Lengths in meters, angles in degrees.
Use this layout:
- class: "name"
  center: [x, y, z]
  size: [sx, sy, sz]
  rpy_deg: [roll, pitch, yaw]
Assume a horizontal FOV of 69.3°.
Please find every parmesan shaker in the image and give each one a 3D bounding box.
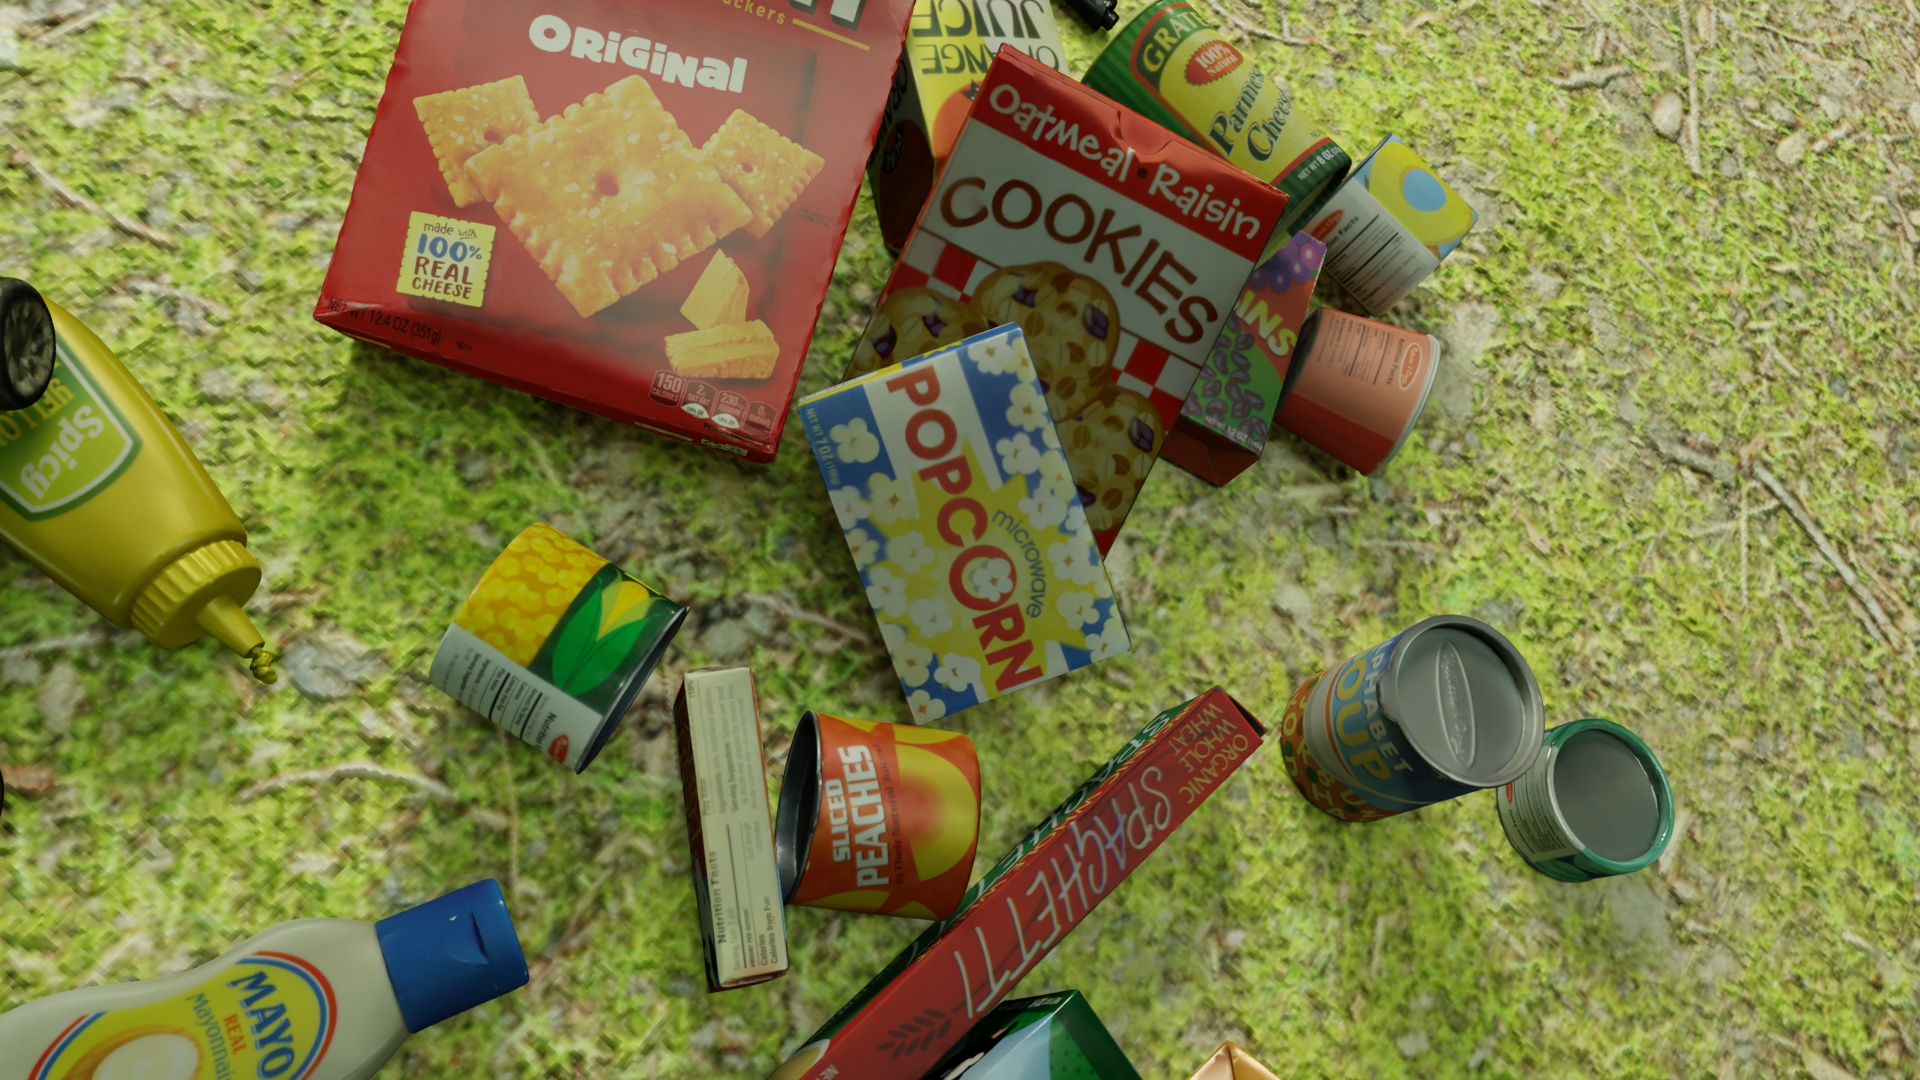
- class: "parmesan shaker"
  center: [0.108, -0.172, 0.589]
  size: [0.103, 0.071, 0.071]
  rpy_deg: [46, 63, 8]

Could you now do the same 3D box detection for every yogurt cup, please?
- class: "yogurt cup"
  center: [0.172, -0.069, 0.615]
  size: [0.054, 0.072, 0.073]
  rpy_deg: [23, 64, 0]

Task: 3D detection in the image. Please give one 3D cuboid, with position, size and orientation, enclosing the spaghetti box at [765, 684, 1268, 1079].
- class: "spaghetti box"
  center: [0.013, 0.137, 0.488]
  size: [0.251, 0.050, 0.028]
  rpy_deg: [-37, 86, -27]

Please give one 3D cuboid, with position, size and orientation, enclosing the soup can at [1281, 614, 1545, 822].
- class: "soup can"
  center: [0.173, 0.072, 0.548]
  size: [0.071, 0.083, 0.071]
  rpy_deg: [7, 68, -16]

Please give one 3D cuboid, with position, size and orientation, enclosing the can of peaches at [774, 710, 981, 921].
- class: "can of peaches"
  center: [-0.029, 0.095, 0.478]
  size: [0.058, 0.071, 0.071]
  rpy_deg: [11, 67, -16]

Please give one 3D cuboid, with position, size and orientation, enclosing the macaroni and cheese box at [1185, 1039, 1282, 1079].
- class: "macaroni and cheese box"
  center: [0.059, 0.245, 0.408]
  size: [0.124, 0.165, 0.040]
  rpy_deg: [-33, 40, -26]

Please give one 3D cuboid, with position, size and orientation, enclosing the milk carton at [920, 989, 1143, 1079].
- class: "milk carton"
  center: [-0.023, 0.229, 0.427]
  size: [0.191, 0.072, 0.073]
  rpy_deg: [-33, 83, -26]

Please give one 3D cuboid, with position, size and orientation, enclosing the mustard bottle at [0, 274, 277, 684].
- class: "mustard bottle"
  center: [-0.275, -0.014, 0.449]
  size: [0.160, 0.048, 0.065]
  rpy_deg: [44, 69, 2]

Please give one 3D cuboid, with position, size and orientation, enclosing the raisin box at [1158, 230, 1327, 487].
- class: "raisin box"
  center: [0.104, -0.098, 0.617]
  size: [0.086, 0.040, 0.124]
  rpy_deg: [27, 63, -6]

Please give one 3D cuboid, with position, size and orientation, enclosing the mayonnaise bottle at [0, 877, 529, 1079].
- class: "mayonnaise bottle"
  center: [-0.207, 0.146, 0.414]
  size: [0.148, 0.041, 0.065]
  rpy_deg: [-19, 75, -24]

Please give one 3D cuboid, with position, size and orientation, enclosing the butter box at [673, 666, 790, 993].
- class: "butter box"
  center: [-0.079, 0.098, 0.471]
  size: [0.024, 0.053, 0.104]
  rpy_deg: [-5, 71, -17]

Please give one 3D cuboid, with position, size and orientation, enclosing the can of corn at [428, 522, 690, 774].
- class: "can of corn"
  center: [-0.134, 0.034, 0.470]
  size: [0.058, 0.071, 0.071]
  rpy_deg: [32, 63, -4]

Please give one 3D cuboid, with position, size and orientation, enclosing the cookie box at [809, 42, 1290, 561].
- class: "cookie box"
  center: [0.032, -0.084, 0.537]
  size: [0.123, 0.040, 0.167]
  rpy_deg: [25, 99, -8]

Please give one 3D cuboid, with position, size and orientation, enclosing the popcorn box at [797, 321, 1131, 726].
- class: "popcorn box"
  center: [0.002, -0.006, 0.508]
  size: [0.085, 0.038, 0.126]
  rpy_deg: [-20, 99, 0]

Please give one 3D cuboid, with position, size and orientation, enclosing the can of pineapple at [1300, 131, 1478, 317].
- class: "can of pineapple"
  center: [0.199, -0.149, 0.654]
  size: [0.058, 0.070, 0.071]
  rpy_deg: [44, 63, 1]

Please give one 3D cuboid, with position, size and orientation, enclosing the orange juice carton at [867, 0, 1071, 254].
- class: "orange juice carton"
  center: [-0.001, -0.193, 0.599]
  size: [0.072, 0.072, 0.193]
  rpy_deg: [-7, 72, -21]

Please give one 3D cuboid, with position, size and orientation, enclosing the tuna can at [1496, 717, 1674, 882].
- class: "tuna can"
  center: [0.269, 0.111, 0.594]
  size: [0.071, 0.032, 0.071]
  rpy_deg: [6, 68, -16]
